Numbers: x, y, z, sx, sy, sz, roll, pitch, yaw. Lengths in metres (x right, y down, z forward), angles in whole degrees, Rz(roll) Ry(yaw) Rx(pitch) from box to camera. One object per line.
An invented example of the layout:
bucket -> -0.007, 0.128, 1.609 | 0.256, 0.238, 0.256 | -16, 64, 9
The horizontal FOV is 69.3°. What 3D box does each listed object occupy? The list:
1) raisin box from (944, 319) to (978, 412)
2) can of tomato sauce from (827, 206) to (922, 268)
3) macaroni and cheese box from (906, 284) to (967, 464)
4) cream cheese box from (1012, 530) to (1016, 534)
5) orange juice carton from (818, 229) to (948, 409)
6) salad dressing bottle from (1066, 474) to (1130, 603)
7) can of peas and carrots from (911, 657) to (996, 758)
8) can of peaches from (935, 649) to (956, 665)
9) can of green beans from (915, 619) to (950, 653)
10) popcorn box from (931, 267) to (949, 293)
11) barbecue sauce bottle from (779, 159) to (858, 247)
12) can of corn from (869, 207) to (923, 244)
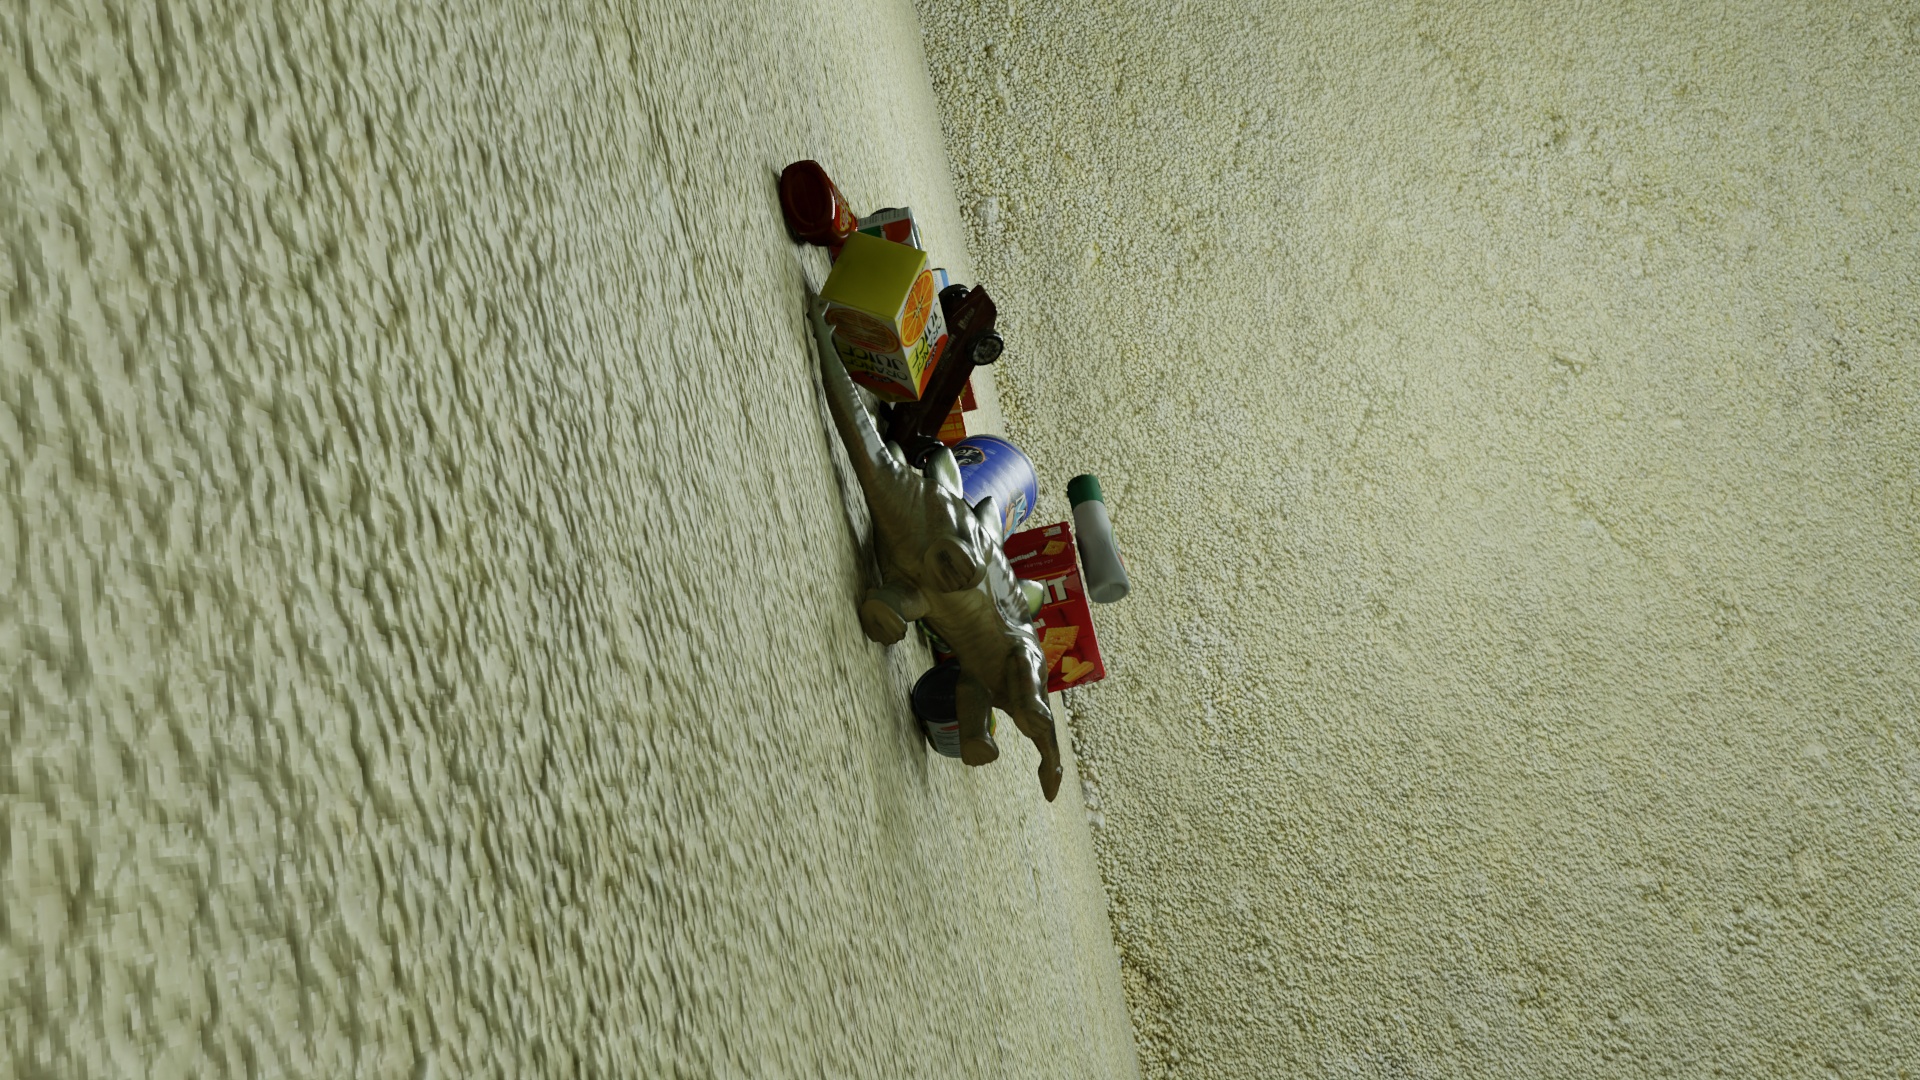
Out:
raisin box -> -0.033, -0.204, 1.623 | 0.040, 0.086, 0.123 | -29, 106, -86
can of tomato sauce -> -0.081, -0.282, 1.355 | 0.071, 0.083, 0.071 | -16, 93, -84
macaroni and cheese box -> -0.044, -0.175, 1.488 | 0.123, 0.040, 0.166 | 153, -73, -71
cream cheese box -> 0.005, -0.019, 1.512 | 0.024, 0.104, 0.053 | -1, 77, -80
orange juice carton -> -0.062, -0.187, 1.237 | 0.192, 0.073, 0.072 | 72, 38, -68
salad dressing bottle -> 0.145, -0.004, 1.486 | 0.064, 0.044, 0.148 | 72, 6, -54
can of peas and carrots -> -0.005, 0.150, 1.244 | 0.058, 0.071, 0.071 | 73, 8, -45
can of peaches -> 0.010, 0.120, 1.433 | 0.071, 0.071, 0.058 | 59, 18, -72
can of green beans -> -0.009, 0.072, 1.373 | 0.057, 0.071, 0.071 | 51, 27, -75
popcorn box -> -0.041, -0.259, 1.687 | 0.085, 0.038, 0.126 | -10, -87, 55
barbecue sauce bottle -> -0.119, -0.283, 1.204 | 0.148, 0.044, 0.065 | -27, 104, -84
can of corn -> -0.079, -0.345, 1.602 | 0.058, 0.071, 0.071 | -60, 137, -82
